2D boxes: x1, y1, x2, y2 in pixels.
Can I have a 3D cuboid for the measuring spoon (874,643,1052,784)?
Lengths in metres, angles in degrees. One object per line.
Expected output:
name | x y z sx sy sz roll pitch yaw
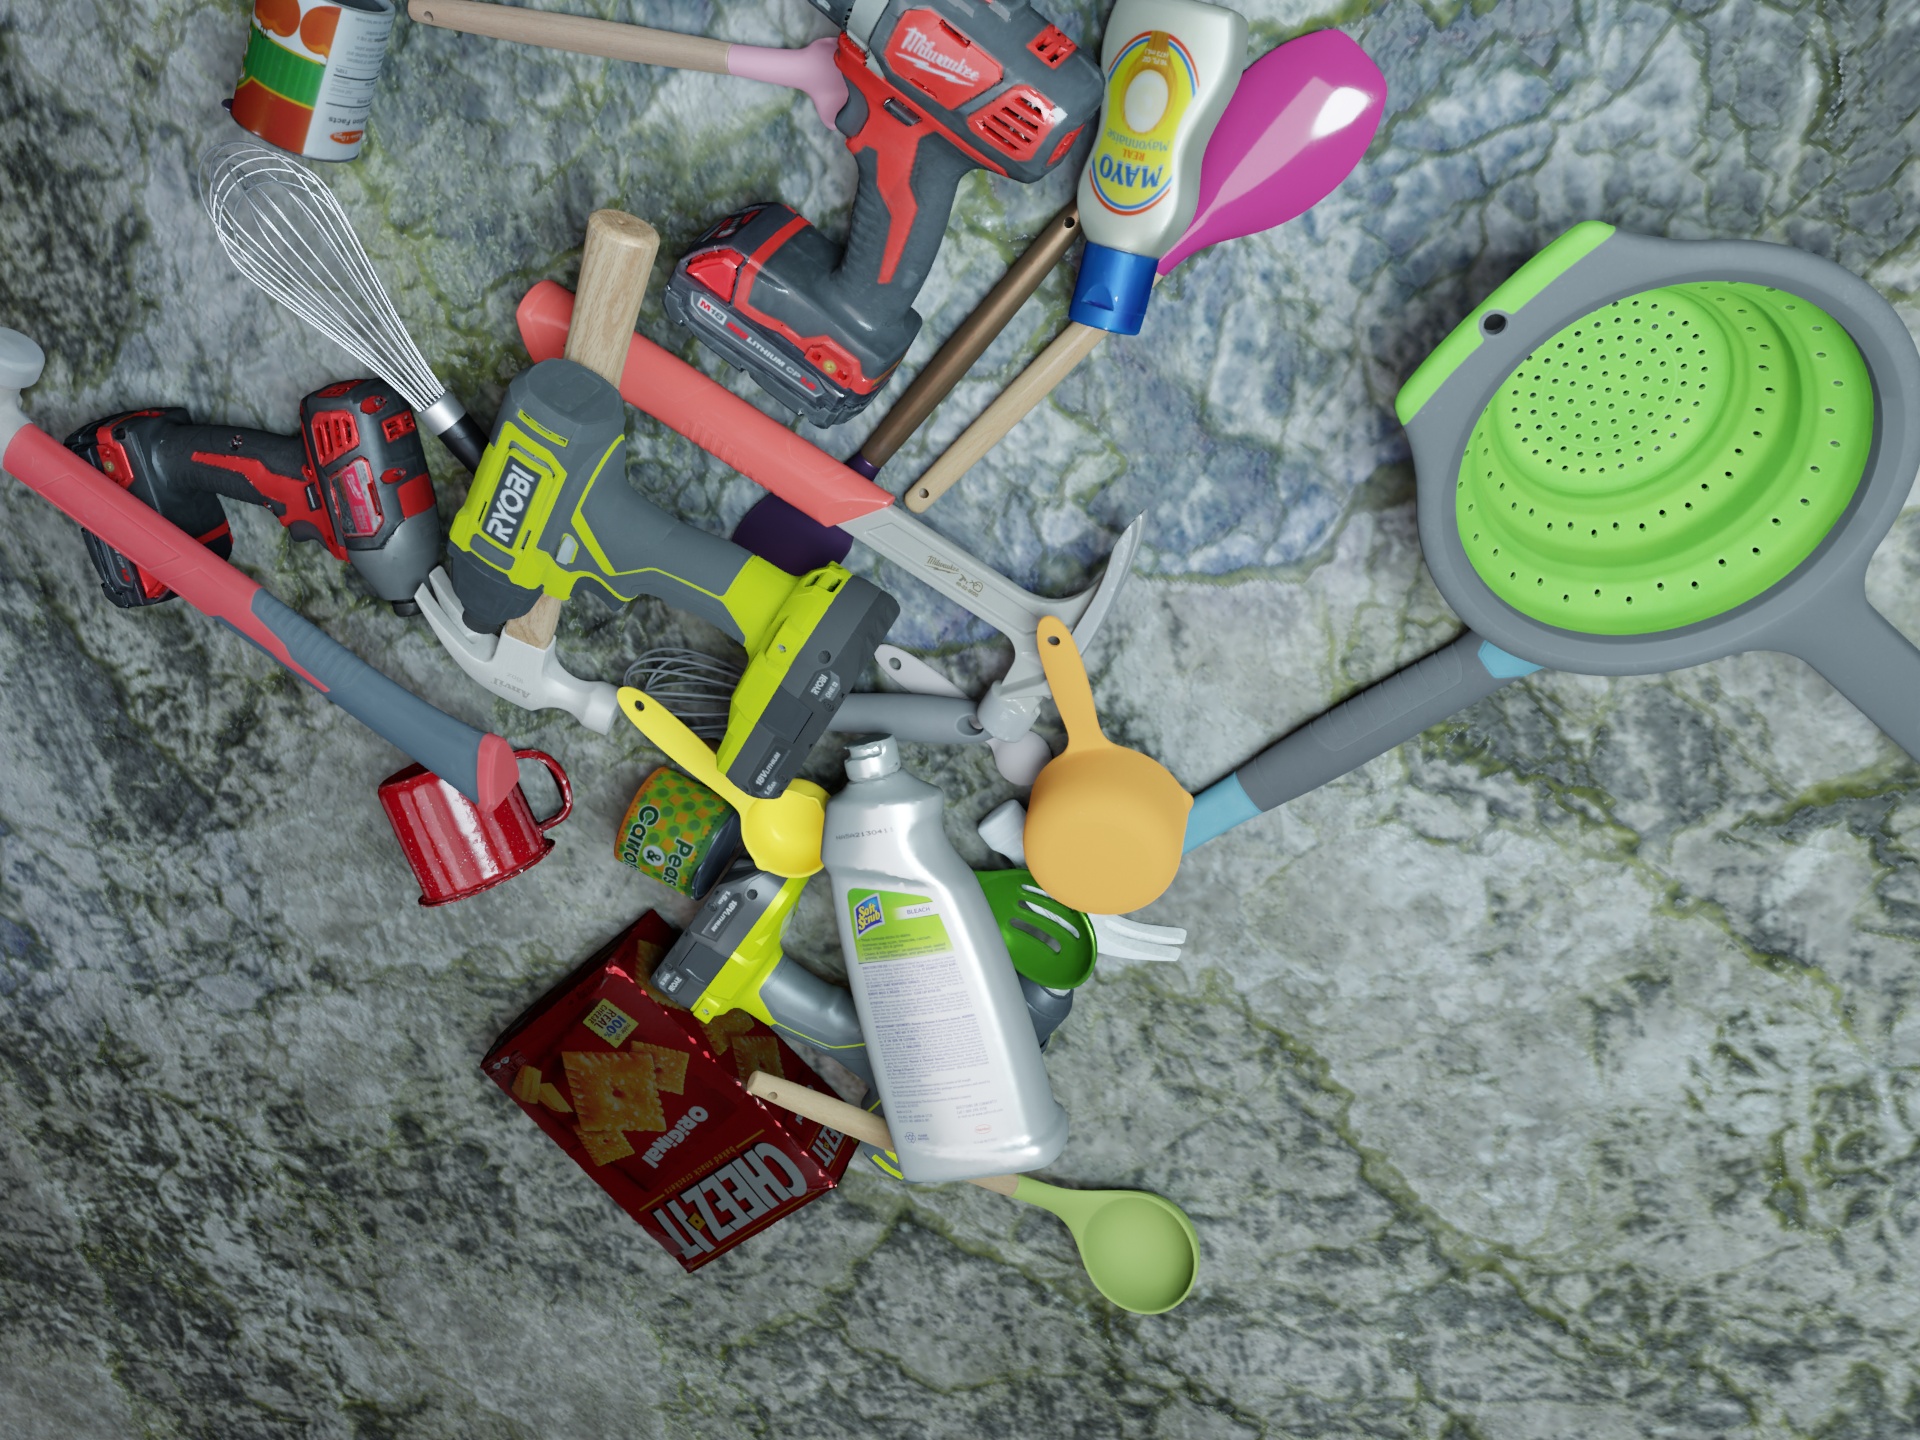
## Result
measuring spoon | -0.001 -0.003 0.920 0.124 0.018 0.034 37 120 0

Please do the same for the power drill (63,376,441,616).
power drill | -0.422 -0.129 0.972 0.220 0.079 0.143 -1 114 16

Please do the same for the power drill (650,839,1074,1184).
power drill | -0.058 0.169 0.989 0.228 0.080 0.190 36 122 -4

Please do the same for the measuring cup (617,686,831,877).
measuring cup | -0.134 0.029 0.929 0.156 0.029 0.062 40 116 -1

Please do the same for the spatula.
spatula | -0.035 -0.161 0.857 0.060 0.018 0.316 44 121 -4

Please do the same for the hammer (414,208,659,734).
hammer | -0.221 -0.130 0.878 0.130 0.031 0.331 22 131 -5

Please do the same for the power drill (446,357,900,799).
power drill | -0.160 -0.063 0.843 0.223 0.080 0.171 33 128 -3

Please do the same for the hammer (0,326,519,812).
hammer | -0.437 -0.060 0.946 0.386 0.038 0.143 37 118 -6

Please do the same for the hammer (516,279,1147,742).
hammer | -0.081 -0.139 0.854 0.359 0.037 0.149 33 121 5

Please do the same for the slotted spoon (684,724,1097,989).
slotted spoon | -0.055 0.068 0.947 0.314 0.031 0.070 26 122 16

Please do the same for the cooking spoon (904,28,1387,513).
cooking spoon | 0.078 -0.209 0.795 0.068 0.017 0.319 46 119 -5

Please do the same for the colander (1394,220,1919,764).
colander | 0.362 -0.084 0.730 0.396 0.095 0.204 34 122 -20

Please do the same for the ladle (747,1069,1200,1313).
ladle | 0.012 0.284 0.973 0.320 0.062 0.078 28 108 -21

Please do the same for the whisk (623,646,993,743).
whisk | -0.091 -0.010 0.927 0.239 0.055 0.055 5 116 17

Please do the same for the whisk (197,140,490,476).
whisk | -0.314 -0.198 0.893 0.070 0.070 0.284 -24 118 27

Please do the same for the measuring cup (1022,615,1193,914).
measuring cup | 0.065 0.029 0.837 0.095 0.052 0.173 -8 123 18

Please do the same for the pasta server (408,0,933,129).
pasta server | -0.142 -0.334 0.799 0.316 0.040 0.060 15 136 13

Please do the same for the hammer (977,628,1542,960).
hammer | 0.169 0.031 0.870 0.331 0.033 0.128 -33 100 28

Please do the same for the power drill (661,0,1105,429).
power drill | -0.061 -0.268 0.742 0.188 0.080 0.226 37 136 -6
